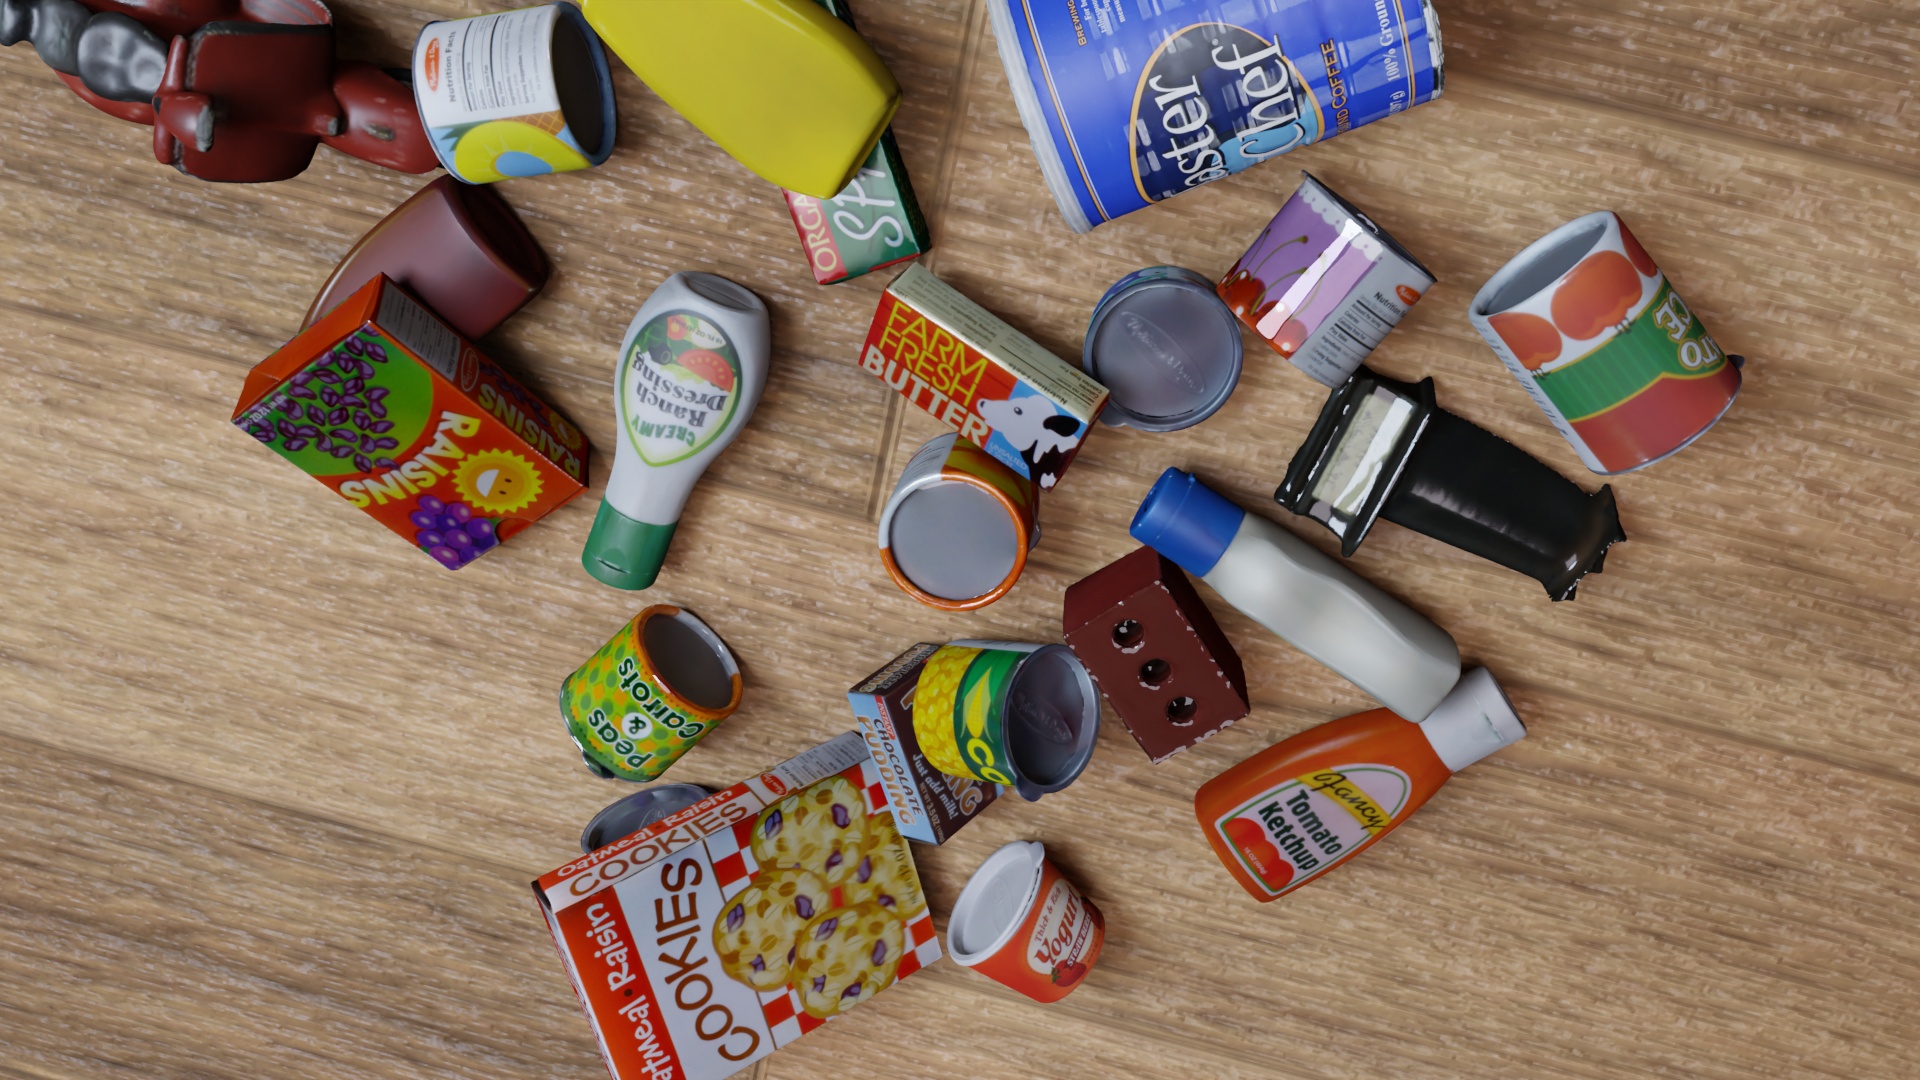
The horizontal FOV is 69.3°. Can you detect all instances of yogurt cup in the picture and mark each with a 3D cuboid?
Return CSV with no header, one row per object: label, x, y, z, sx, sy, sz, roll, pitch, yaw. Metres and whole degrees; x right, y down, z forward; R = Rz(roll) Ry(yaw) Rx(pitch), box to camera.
yogurt cup,0.034,0.192,0.689,0.054,0.073,0.072,39,112,-16

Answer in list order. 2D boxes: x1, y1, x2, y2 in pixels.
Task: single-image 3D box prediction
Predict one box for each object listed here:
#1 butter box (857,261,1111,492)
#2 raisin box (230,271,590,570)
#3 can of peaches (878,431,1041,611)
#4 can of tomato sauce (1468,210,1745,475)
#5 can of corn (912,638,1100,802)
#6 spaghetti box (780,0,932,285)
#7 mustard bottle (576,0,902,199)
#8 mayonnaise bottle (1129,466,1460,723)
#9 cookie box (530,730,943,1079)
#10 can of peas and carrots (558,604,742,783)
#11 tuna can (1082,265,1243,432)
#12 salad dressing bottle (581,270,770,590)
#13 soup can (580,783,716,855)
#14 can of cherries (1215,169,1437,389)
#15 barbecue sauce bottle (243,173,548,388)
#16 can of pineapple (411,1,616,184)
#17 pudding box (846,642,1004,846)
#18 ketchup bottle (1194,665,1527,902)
butter box,0.009,-0.069,0.591,0.103,0.024,0.052,34,143,6
raisin box,-0.239,-0.048,0.618,0.086,0.040,0.123,-30,133,17
can of peaches,0.002,-0.008,0.618,0.071,0.058,0.071,3,111,7
can of tomato sauce,0.256,-0.079,0.550,0.071,0.071,0.083,-39,101,20
can of corn,0.020,0.081,0.633,0.058,0.071,0.071,0,116,45
spaghetti box,-0.076,-0.226,0.560,0.050,0.029,0.249,-15,108,14
mustard bottle,-0.100,-0.198,0.531,0.160,0.049,0.065,36,114,-5
mayonnaise bottle,0.145,0.021,0.609,0.148,0.065,0.041,32,107,-1
cookie box,-0.103,0.183,0.669,0.168,0.040,0.122,-23,111,-23
can of peas and carrots,-0.148,0.074,0.663,0.058,0.071,0.071,-40,101,19
tuna can,0.084,-0.080,0.592,0.071,0.033,0.070,3,111,7
salad dressing bottle,-0.132,-0.047,0.629,0.064,0.044,0.147,24,113,-3
soup can,-0.145,0.176,0.705,0.071,0.071,0.083,-10,110,12
can of cherries,0.145,-0.105,0.559,0.071,0.072,0.058,36,113,-7
barbecue sauce bottle,-0.260,-0.100,0.626,0.148,0.044,0.064,-31,111,18
can of pineapple,-0.181,-0.183,0.572,0.058,0.071,0.070,-5,110,10
pudding box,-0.016,0.097,0.663,0.030,0.050,0.083,2,116,47
ketchup bottle,0.186,0.109,0.646,0.148,0.044,0.064,-34,103,18
